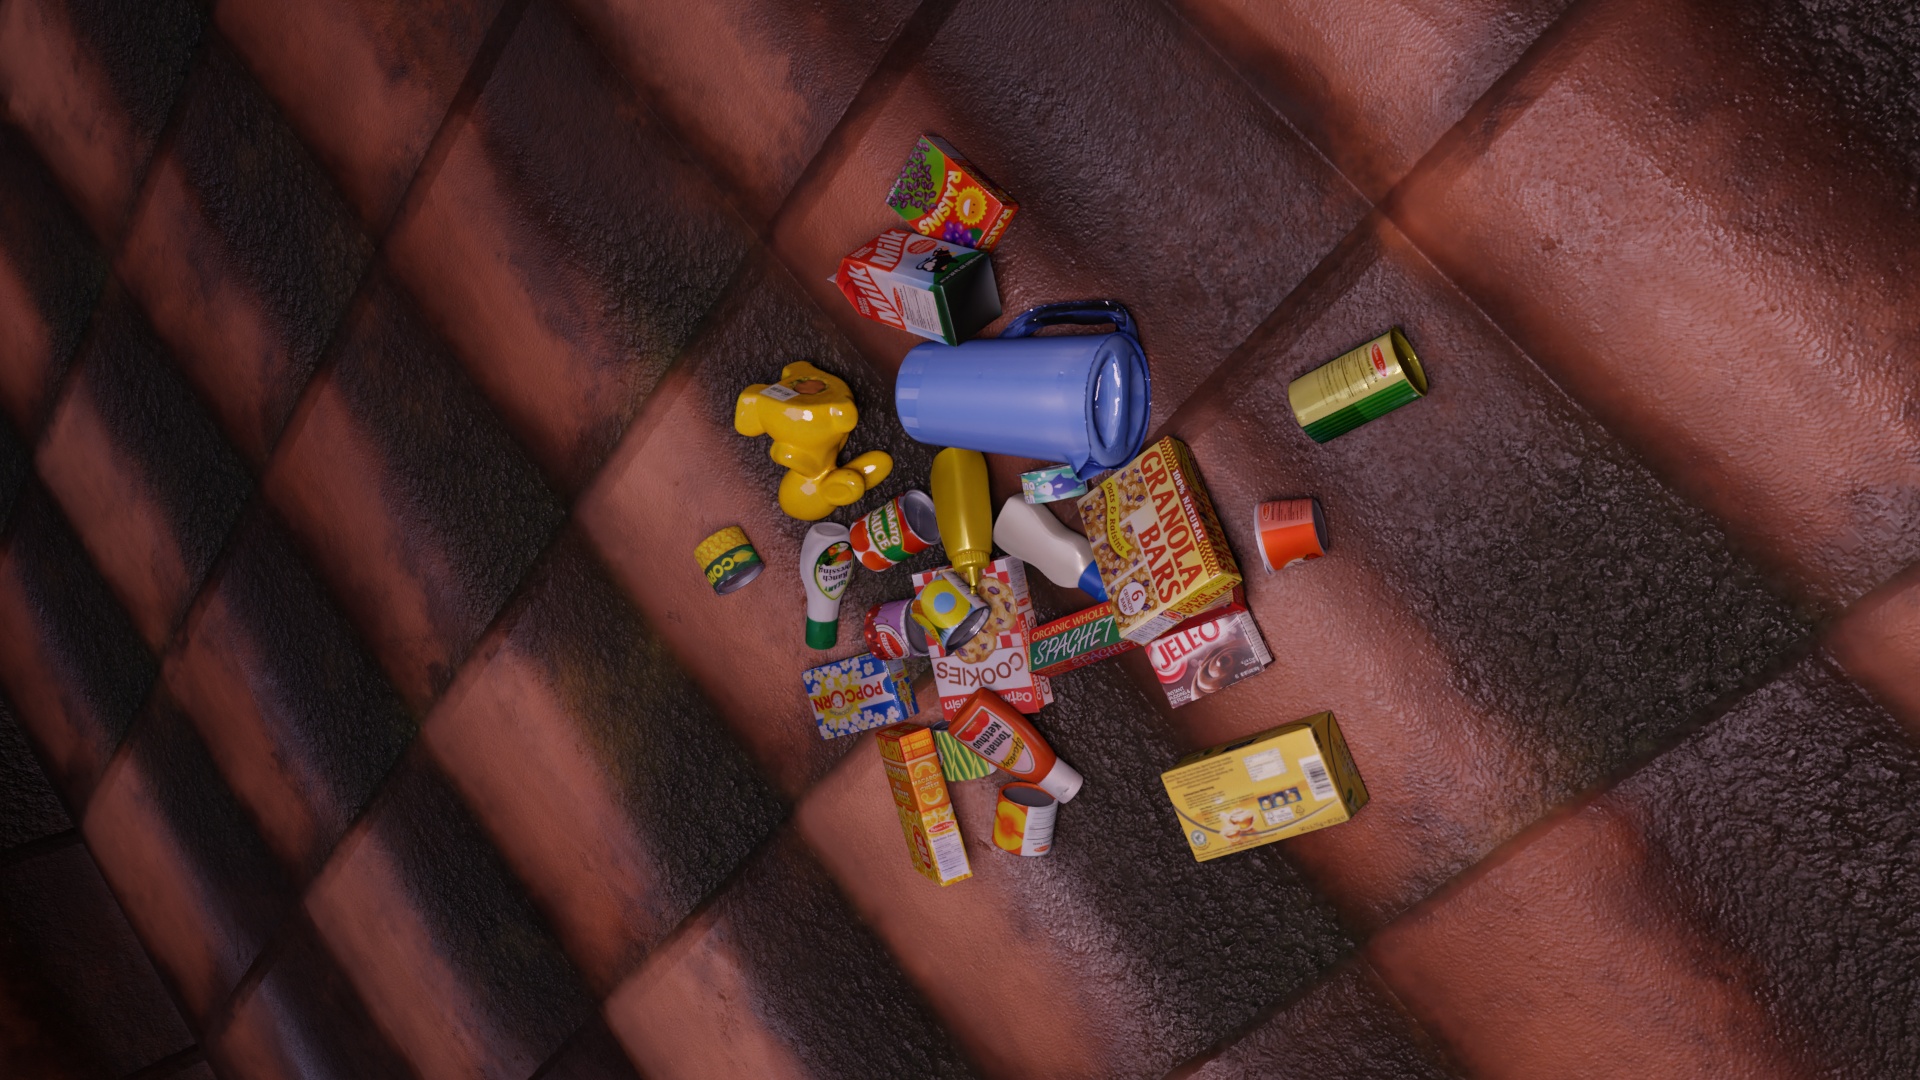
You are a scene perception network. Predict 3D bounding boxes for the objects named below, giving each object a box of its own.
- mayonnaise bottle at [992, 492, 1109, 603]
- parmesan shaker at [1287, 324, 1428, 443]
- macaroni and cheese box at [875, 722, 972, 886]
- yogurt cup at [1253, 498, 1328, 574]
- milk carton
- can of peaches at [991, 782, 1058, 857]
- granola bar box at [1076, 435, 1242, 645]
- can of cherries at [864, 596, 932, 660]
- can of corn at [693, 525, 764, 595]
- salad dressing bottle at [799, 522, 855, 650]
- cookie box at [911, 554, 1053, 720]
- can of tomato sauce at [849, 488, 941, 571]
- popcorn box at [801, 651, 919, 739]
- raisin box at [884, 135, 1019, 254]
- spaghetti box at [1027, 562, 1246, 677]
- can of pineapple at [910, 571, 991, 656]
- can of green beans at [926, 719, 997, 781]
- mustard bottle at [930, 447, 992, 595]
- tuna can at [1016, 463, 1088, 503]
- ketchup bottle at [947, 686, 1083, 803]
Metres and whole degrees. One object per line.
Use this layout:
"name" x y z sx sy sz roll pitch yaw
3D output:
"mayonnaise bottle" 0.104 0.013 1.438 0.148 0.041 0.064 36 122 21
"parmesan shaker" 0.354 -0.139 1.241 0.102 0.071 0.071 -27 84 33
"macaroni and cheese box" -0.043 0.290 1.539 0.123 0.040 0.166 162 92 -73
"yogurt cup" 0.309 -0.008 1.293 0.054 0.072 0.072 -12 92 25
"milk carton" -0.053 -0.268 1.440 0.191 0.072 0.073 24 142 40
"can of peaches" 0.068 0.299 1.496 0.071 0.071 0.058 16 107 29
"granola bar box" 0.189 0.000 1.339 0.123 0.039 0.166 -38 49 30
"can of cherries" -0.066 0.100 1.541 0.058 0.072 0.071 -11 93 33
"can of corn" -0.279 0.024 1.661 0.071 0.071 0.058 -41 76 31
"salad dressing bottle" -0.156 0.054 1.599 0.044 0.064 0.147 32 124 44
"cookie box" 0.023 0.107 1.505 0.123 0.040 0.167 -11 93 33
"can of tomato sauce" -0.072 -0.011 1.526 0.083 0.071 0.071 -28 84 33
"popcorn box" -0.117 0.176 1.606 0.126 0.038 0.085 -19 87 33
"raisin box" -0.010 -0.350 1.445 0.123 0.040 0.085 45 118 19
"spaghetti box" 0.168 0.079 1.377 0.249 0.028 0.050 -24 56 37
"can of pineapple" -0.012 0.076 1.457 0.058 0.071 0.070 44 118 20
"can of green beans" 0.004 0.227 1.523 0.071 0.071 0.057 -6 96 33
"mustard bottle" 0.005 -0.018 1.462 0.065 0.049 0.160 -32 61 56
"tuna can" 0.093 -0.058 1.414 0.071 0.071 0.033 -8 95 33
"ketchup bottle" 0.062 0.220 1.470 0.149 0.044 0.064 37 114 -7
